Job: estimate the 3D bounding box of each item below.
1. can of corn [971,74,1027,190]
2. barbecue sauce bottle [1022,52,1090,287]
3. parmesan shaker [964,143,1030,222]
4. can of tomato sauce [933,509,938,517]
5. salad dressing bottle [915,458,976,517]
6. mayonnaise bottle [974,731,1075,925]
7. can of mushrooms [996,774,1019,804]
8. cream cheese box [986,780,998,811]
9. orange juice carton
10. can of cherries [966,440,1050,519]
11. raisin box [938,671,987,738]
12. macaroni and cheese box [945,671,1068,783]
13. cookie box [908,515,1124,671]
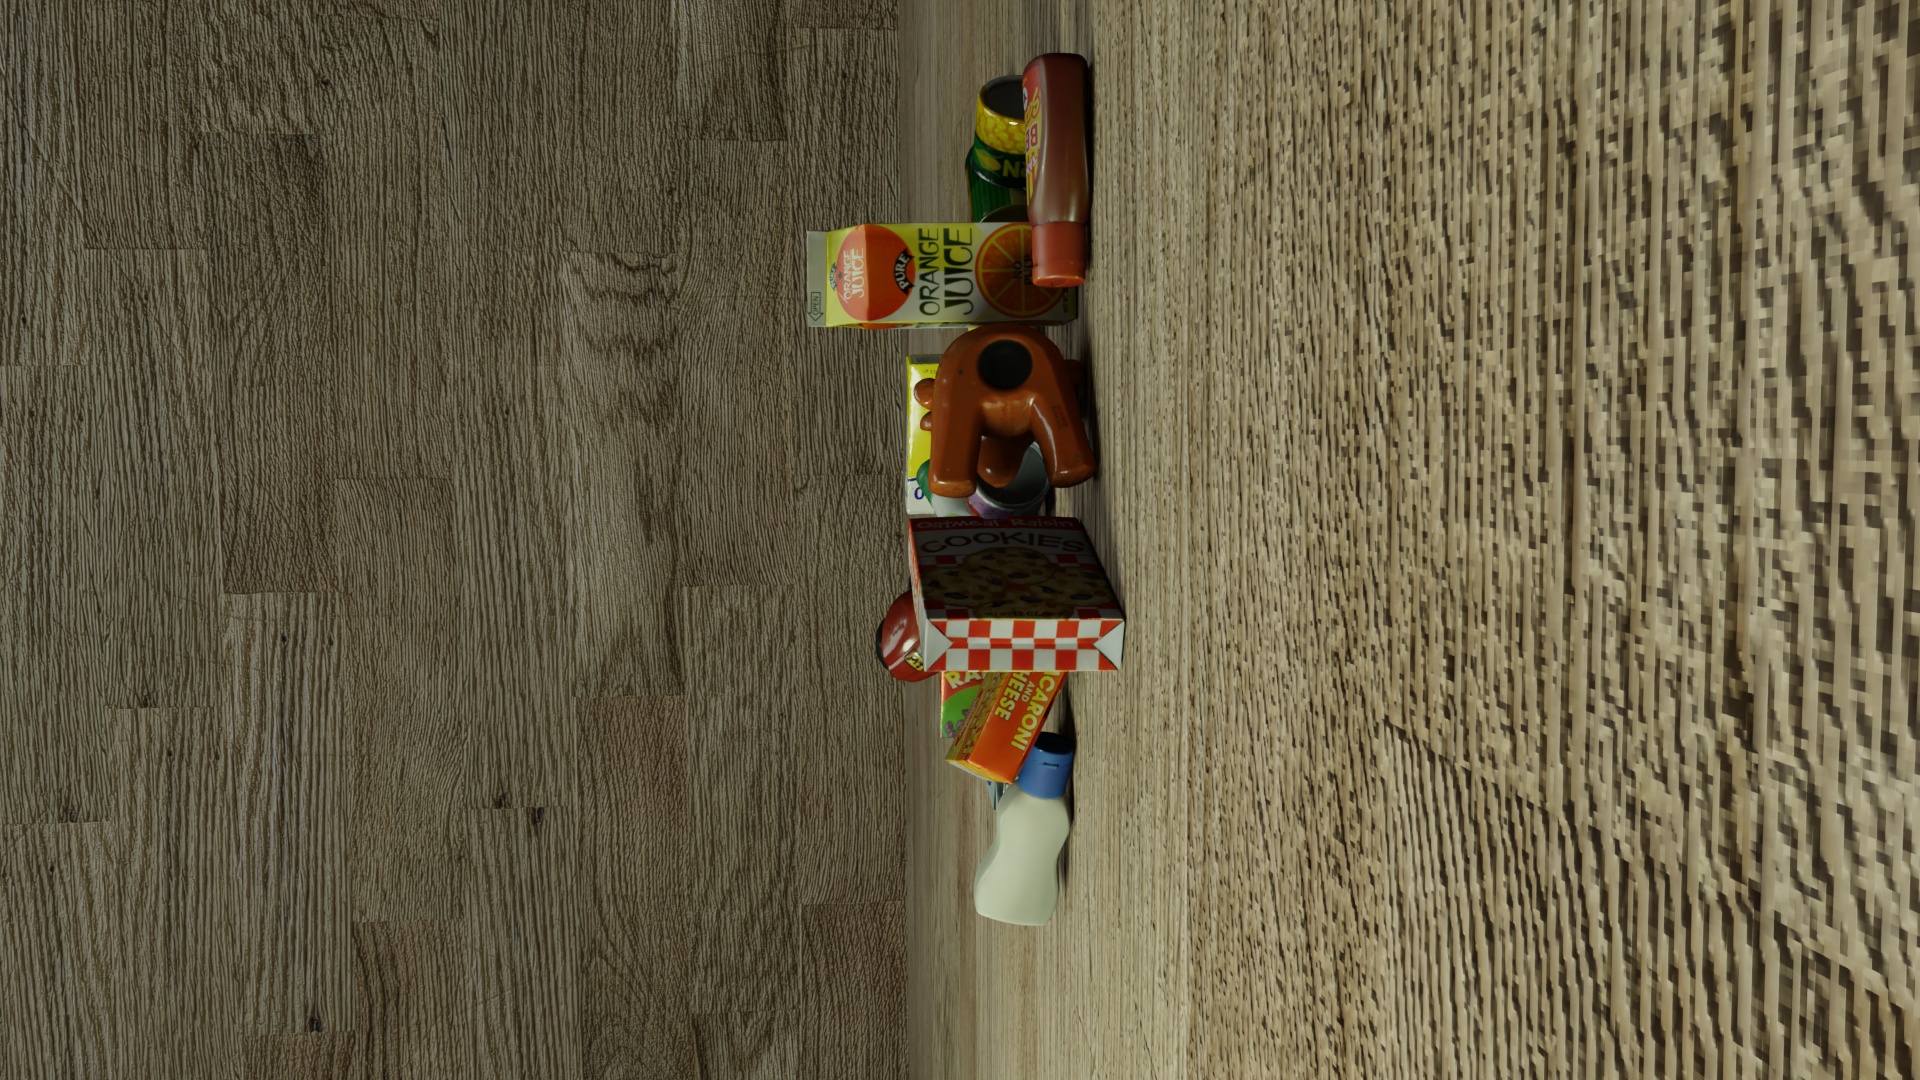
[{"bbox_3d":[0.044,-0.307,1.047,0.058,0.071,0.071,96,171,-49],"label":"can of corn"},{"bbox_3d":[0.066,-0.248,0.942,0.065,0.044,0.148,166,103,-83],"label":"barbecue sauce bottle"},{"bbox_3d":[0.041,-0.267,1.099,0.071,0.071,0.103,96,172,-49],"label":"parmesan shaker"},{"bbox_3d":[0.005,-0.014,1.457,0.070,0.071,0.083,95,171,-46],"label":"can of tomato sauce"},{"bbox_3d":[0.004,-0.015,1.197,0.148,0.044,0.064,-121,34,-43],"label":"salad dressing bottle"},{"bbox_3d":[0.053,0.217,1.045,0.041,0.065,0.147,-89,11,-72],"label":"mayonnaise bottle"},{"bbox_3d":[0.050,0.201,1.218,0.071,0.033,0.071,-178,87,-84],"label":"can of mushrooms"},{"bbox_3d":[0.038,0.219,1.377,0.104,0.024,0.053,-106,16,-69],"label":"cream cheese box"},{"bbox_3d":[-0.016,-0.193,1.018,0.073,0.193,0.071,-139,48,-83],"label":"orange juice carton"},{"bbox_3d":[0.037,-0.050,1.129,0.058,0.071,0.071,104,164,-72],"label":"can of cherries"},{"bbox_3d":[0.025,0.107,1.185,0.040,0.086,0.122,-92,4,-67],"label":"raisin box"},{"bbox_3d":[0.039,0.118,1.040,0.124,0.040,0.166,-64,2,-11],"label":"macaroni and cheese box"},{"bbox_3d":[0.031,0.031,0.922,0.168,0.123,0.040,-104,15,-67],"label":"cookie box"}]
